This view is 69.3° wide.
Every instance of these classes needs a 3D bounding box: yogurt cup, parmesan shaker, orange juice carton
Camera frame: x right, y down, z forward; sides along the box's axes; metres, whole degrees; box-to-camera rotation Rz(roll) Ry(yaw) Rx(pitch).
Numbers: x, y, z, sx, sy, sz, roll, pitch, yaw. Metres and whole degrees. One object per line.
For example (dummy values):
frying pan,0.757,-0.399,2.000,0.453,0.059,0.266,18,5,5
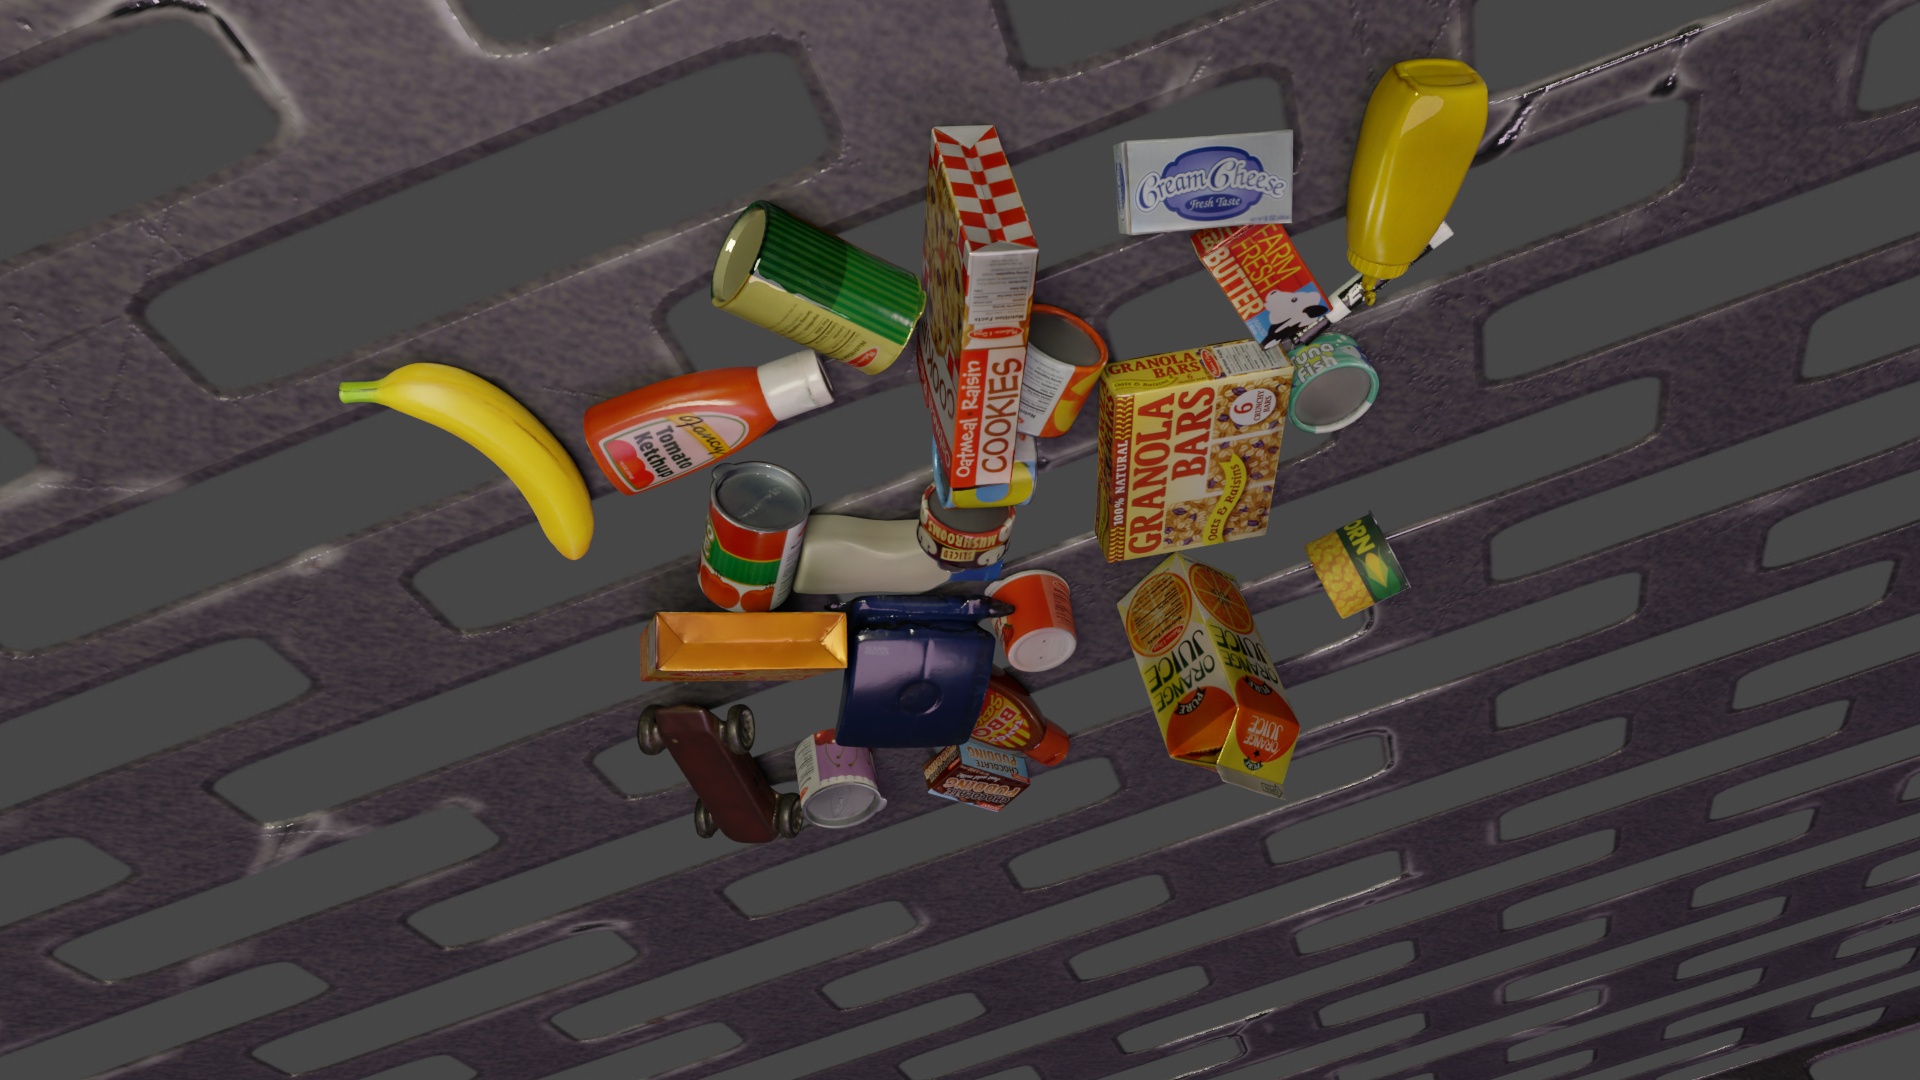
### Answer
yogurt cup,0.057,0.064,1.068,0.072,0.054,0.072,-9,138,-8
parmesan shaker,-0.081,-0.145,0.795,0.103,0.071,0.071,21,126,-32
orange juice carton,0.191,0.109,1.051,0.072,0.193,0.072,22,127,-35

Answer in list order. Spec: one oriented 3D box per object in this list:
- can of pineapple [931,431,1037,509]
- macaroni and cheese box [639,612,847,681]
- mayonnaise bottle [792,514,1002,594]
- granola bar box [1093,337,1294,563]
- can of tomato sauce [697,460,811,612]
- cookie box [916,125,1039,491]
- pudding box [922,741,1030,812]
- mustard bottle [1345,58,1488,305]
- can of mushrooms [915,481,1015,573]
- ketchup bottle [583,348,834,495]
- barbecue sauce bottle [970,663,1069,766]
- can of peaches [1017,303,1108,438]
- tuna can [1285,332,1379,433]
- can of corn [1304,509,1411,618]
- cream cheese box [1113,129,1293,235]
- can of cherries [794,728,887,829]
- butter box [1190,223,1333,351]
can of pineapple,0.015,-0.053,0.922,0.058,0.071,0.070,-4,136,-12
macaroni and cheese box,-0.155,0.075,0.964,0.124,0.040,0.166,1,172,-16
mayonnaise bottle,-0.045,0.011,0.992,0.148,0.041,0.064,1,143,-19
granola bar box,0.159,-0.062,0.975,0.124,0.039,0.164,-10,138,-6
can of tomato sauce,-0.141,-0.002,0.932,0.071,0.071,0.082,2,136,-18
cookie box,0.005,-0.131,0.794,0.040,0.123,0.166,-5,137,-10
pudding box,0.014,0.207,1.225,0.083,0.030,0.049,24,126,-34
mustard bottle,0.265,-0.210,0.842,0.065,0.049,0.159,-5,137,-11
can of mushrooms,0.003,-0.012,0.959,0.071,0.071,0.033,-2,134,-14
ketchup bottle,-0.154,-0.079,0.863,0.149,0.044,0.064,-20,137,4
barbecue sauce bottle,0.036,0.146,1.156,0.064,0.044,0.148,-35,135,20
can of peaches,0.053,-0.108,0.877,0.071,0.071,0.057,8,133,-23
tuna can,0.251,-0.109,0.956,0.071,0.033,0.070,-9,138,-8
can of corn,0.309,0.018,1.085,0.058,0.071,0.071,-28,136,14
cream cheese box,0.142,-0.208,0.809,0.104,0.024,0.053,-7,104,-9
can of cherries,-0.101,0.199,1.162,0.071,0.059,0.071,-8,136,-8
butter box,0.192,-0.169,0.882,0.053,0.024,0.103,-31,135,17
